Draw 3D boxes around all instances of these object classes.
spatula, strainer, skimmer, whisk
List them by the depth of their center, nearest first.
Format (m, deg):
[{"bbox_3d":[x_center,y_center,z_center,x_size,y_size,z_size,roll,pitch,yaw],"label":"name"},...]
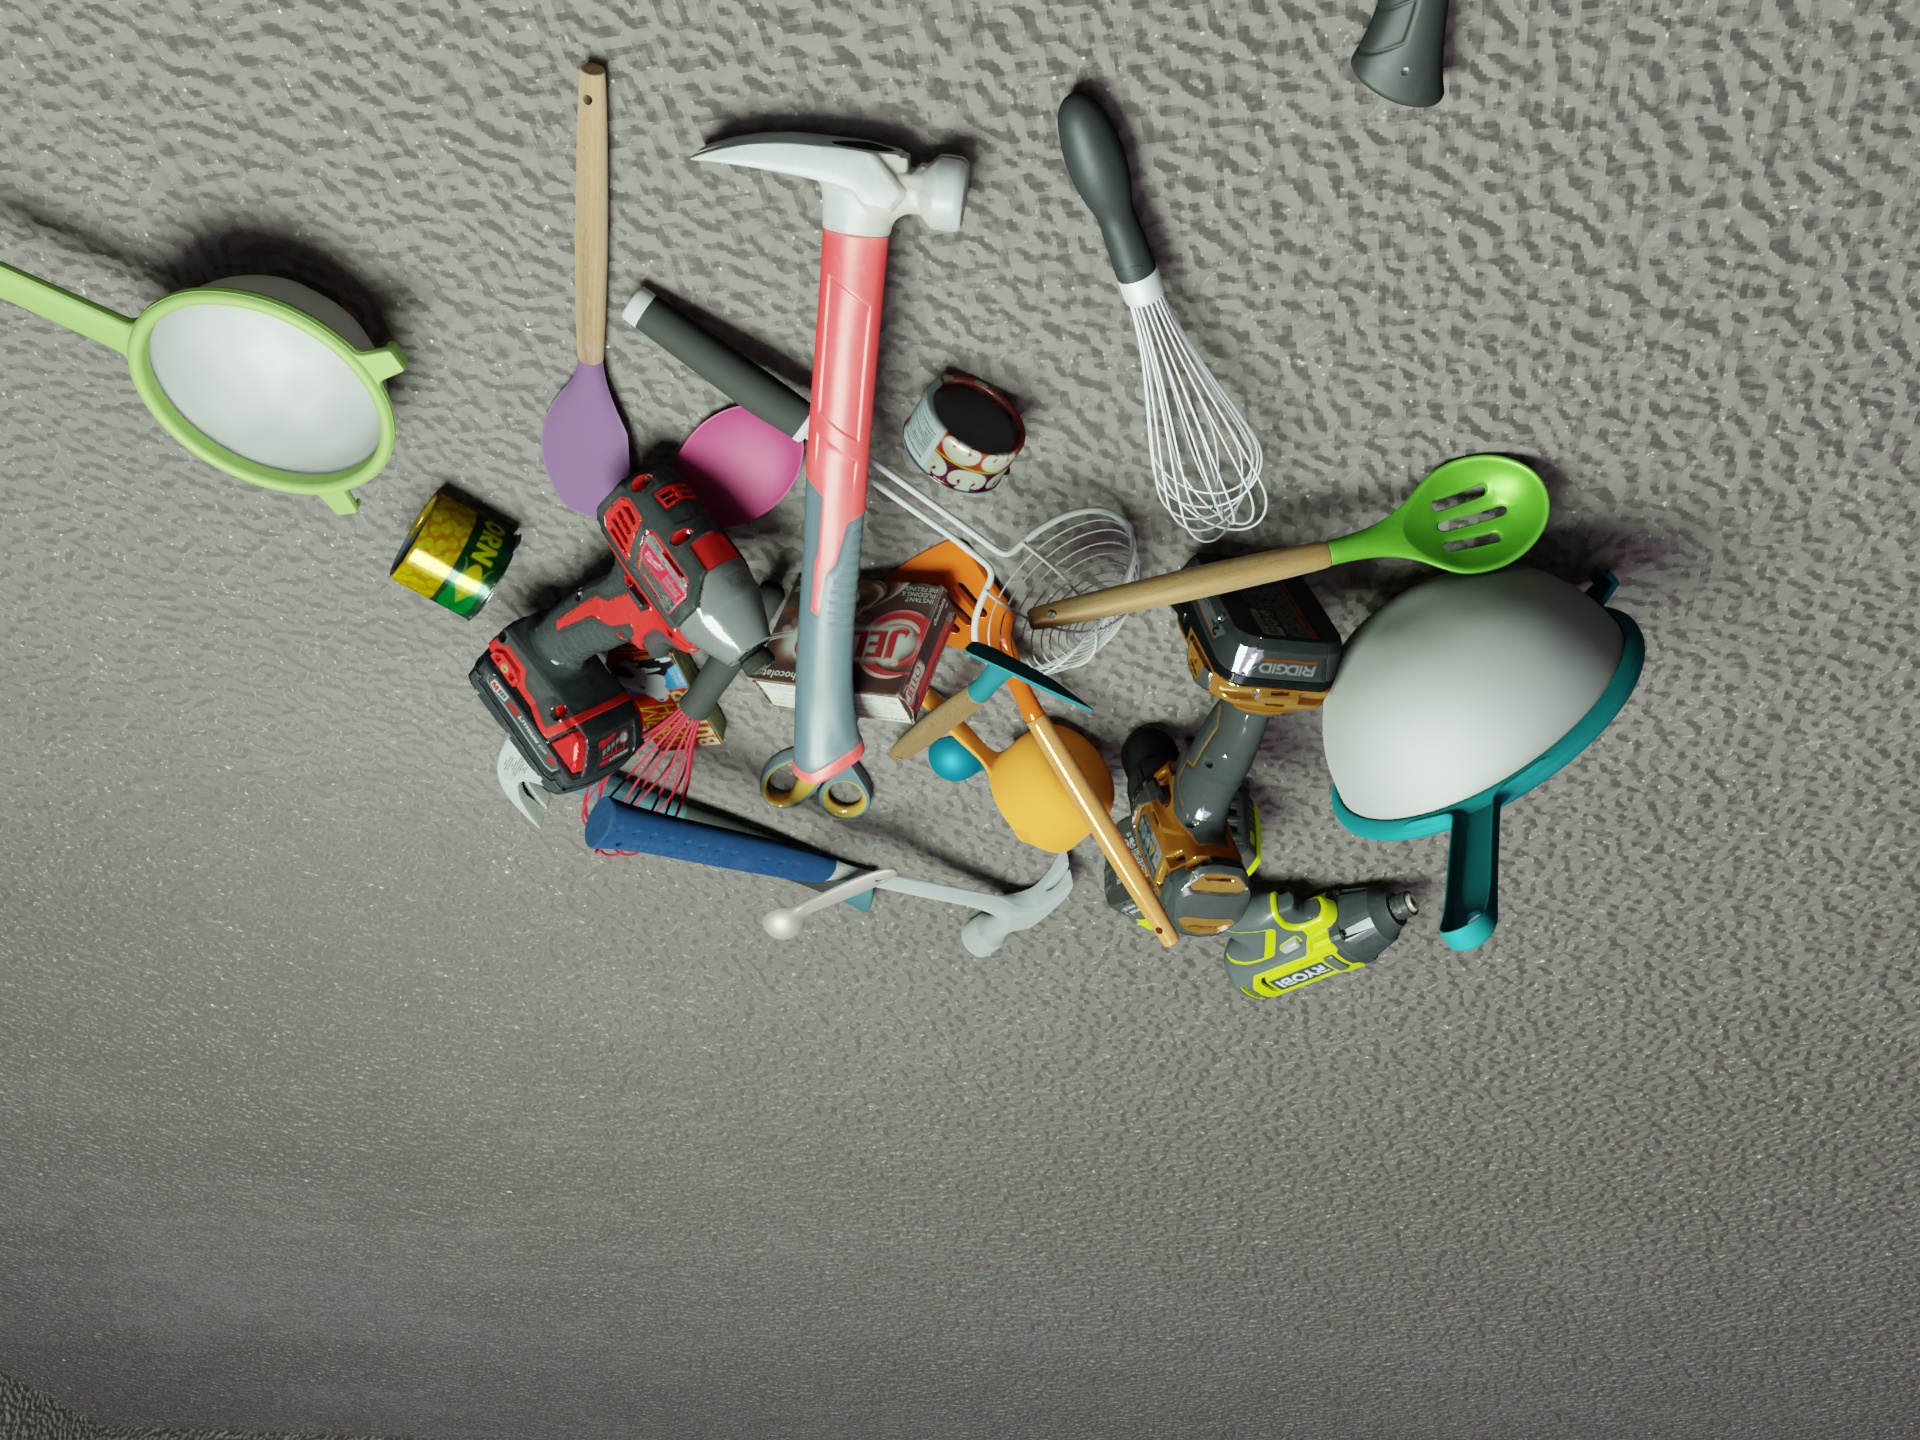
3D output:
[{"bbox_3d":[0.110,-0.212,0.873,0.070,0.070,0.284,-11,132,20],"label":"whisk"},{"bbox_3d":[0.276,0.000,0.915,0.211,0.340,0.095,-31,105,31],"label":"strainer"},{"bbox_3d":[-0.446,-0.228,0.920,0.256,0.069,0.151,23,139,-17],"label":"strainer"},{"bbox_3d":[-0.216,-0.232,0.922,0.060,0.018,0.315,19,140,1],"label":"spatula"},{"bbox_3d":[-0.043,-0.150,0.977,0.363,0.090,0.127,34,105,-14],"label":"skimmer"},{"bbox_3d":[-0.002,-0.003,1.045,0.082,0.044,0.317,24,160,-12],"label":"spatula"},{"bbox_3d":[0.060,0.022,1.088,0.081,0.041,0.322,-28,97,34],"label":"spatula"},{"bbox_3d":[-0.197,0.004,1.129,0.073,0.073,0.295,25,129,-20],"label":"whisk"}]

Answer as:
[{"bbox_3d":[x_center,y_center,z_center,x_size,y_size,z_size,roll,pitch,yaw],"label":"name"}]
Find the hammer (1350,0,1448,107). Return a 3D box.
[{"bbox_3d":[0.203,-0.409,0.642,0.146,0.035,0.334,1,140,8],"label":"hammer"}]

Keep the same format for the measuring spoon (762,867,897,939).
[{"bbox_3d":[-0.098,0.141,1.210,0.124,0.018,0.034,-26,145,23],"label":"measuring spoon"}]

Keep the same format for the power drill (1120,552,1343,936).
[{"bbox_3d":[0.163,0.002,1.053,0.084,0.186,0.226,4,123,-13],"label":"power drill"}]

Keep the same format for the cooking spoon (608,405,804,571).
[{"bbox_3d":[-0.211,-0.112,1.063,0.068,0.017,0.319,39,131,-21],"label":"cooking spoon"}]

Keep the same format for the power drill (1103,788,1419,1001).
[{"bbox_3d":[0.236,0.139,1.253,0.223,0.080,0.171,32,135,-32],"label":"power drill"}]

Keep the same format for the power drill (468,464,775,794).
[{"bbox_3d":[-0.213,-0.049,1.031,0.219,0.078,0.143,-38,88,37],"label":"power drill"}]

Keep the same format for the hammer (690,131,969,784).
[{"bbox_3d":[-0.087,-0.134,0.914,0.143,0.038,0.386,9,121,2],"label":"hammer"}]

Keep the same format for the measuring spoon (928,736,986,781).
[{"bbox_3d":[0.037,0.044,1.206,0.128,0.021,0.042,15,139,-7],"label":"measuring spoon"}]

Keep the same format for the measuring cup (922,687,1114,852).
[{"bbox_3d":[0.040,0.018,1.146,0.173,0.095,0.052,43,125,-11],"label":"measuring cup"}]

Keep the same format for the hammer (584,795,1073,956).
[{"bbox_3d":[-0.090,0.113,1.220,0.405,0.035,0.144,16,140,-35],"label":"hammer"}]

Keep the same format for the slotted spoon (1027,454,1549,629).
[{"bbox_3d":[0.193,-0.096,0.947,0.313,0.070,0.031,-13,174,-1],"label":"slotted spoon"}]

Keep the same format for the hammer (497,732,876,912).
[{"bbox_3d":[-0.212,0.083,1.280,0.330,0.033,0.128,24,136,-20],"label":"hammer"}]
